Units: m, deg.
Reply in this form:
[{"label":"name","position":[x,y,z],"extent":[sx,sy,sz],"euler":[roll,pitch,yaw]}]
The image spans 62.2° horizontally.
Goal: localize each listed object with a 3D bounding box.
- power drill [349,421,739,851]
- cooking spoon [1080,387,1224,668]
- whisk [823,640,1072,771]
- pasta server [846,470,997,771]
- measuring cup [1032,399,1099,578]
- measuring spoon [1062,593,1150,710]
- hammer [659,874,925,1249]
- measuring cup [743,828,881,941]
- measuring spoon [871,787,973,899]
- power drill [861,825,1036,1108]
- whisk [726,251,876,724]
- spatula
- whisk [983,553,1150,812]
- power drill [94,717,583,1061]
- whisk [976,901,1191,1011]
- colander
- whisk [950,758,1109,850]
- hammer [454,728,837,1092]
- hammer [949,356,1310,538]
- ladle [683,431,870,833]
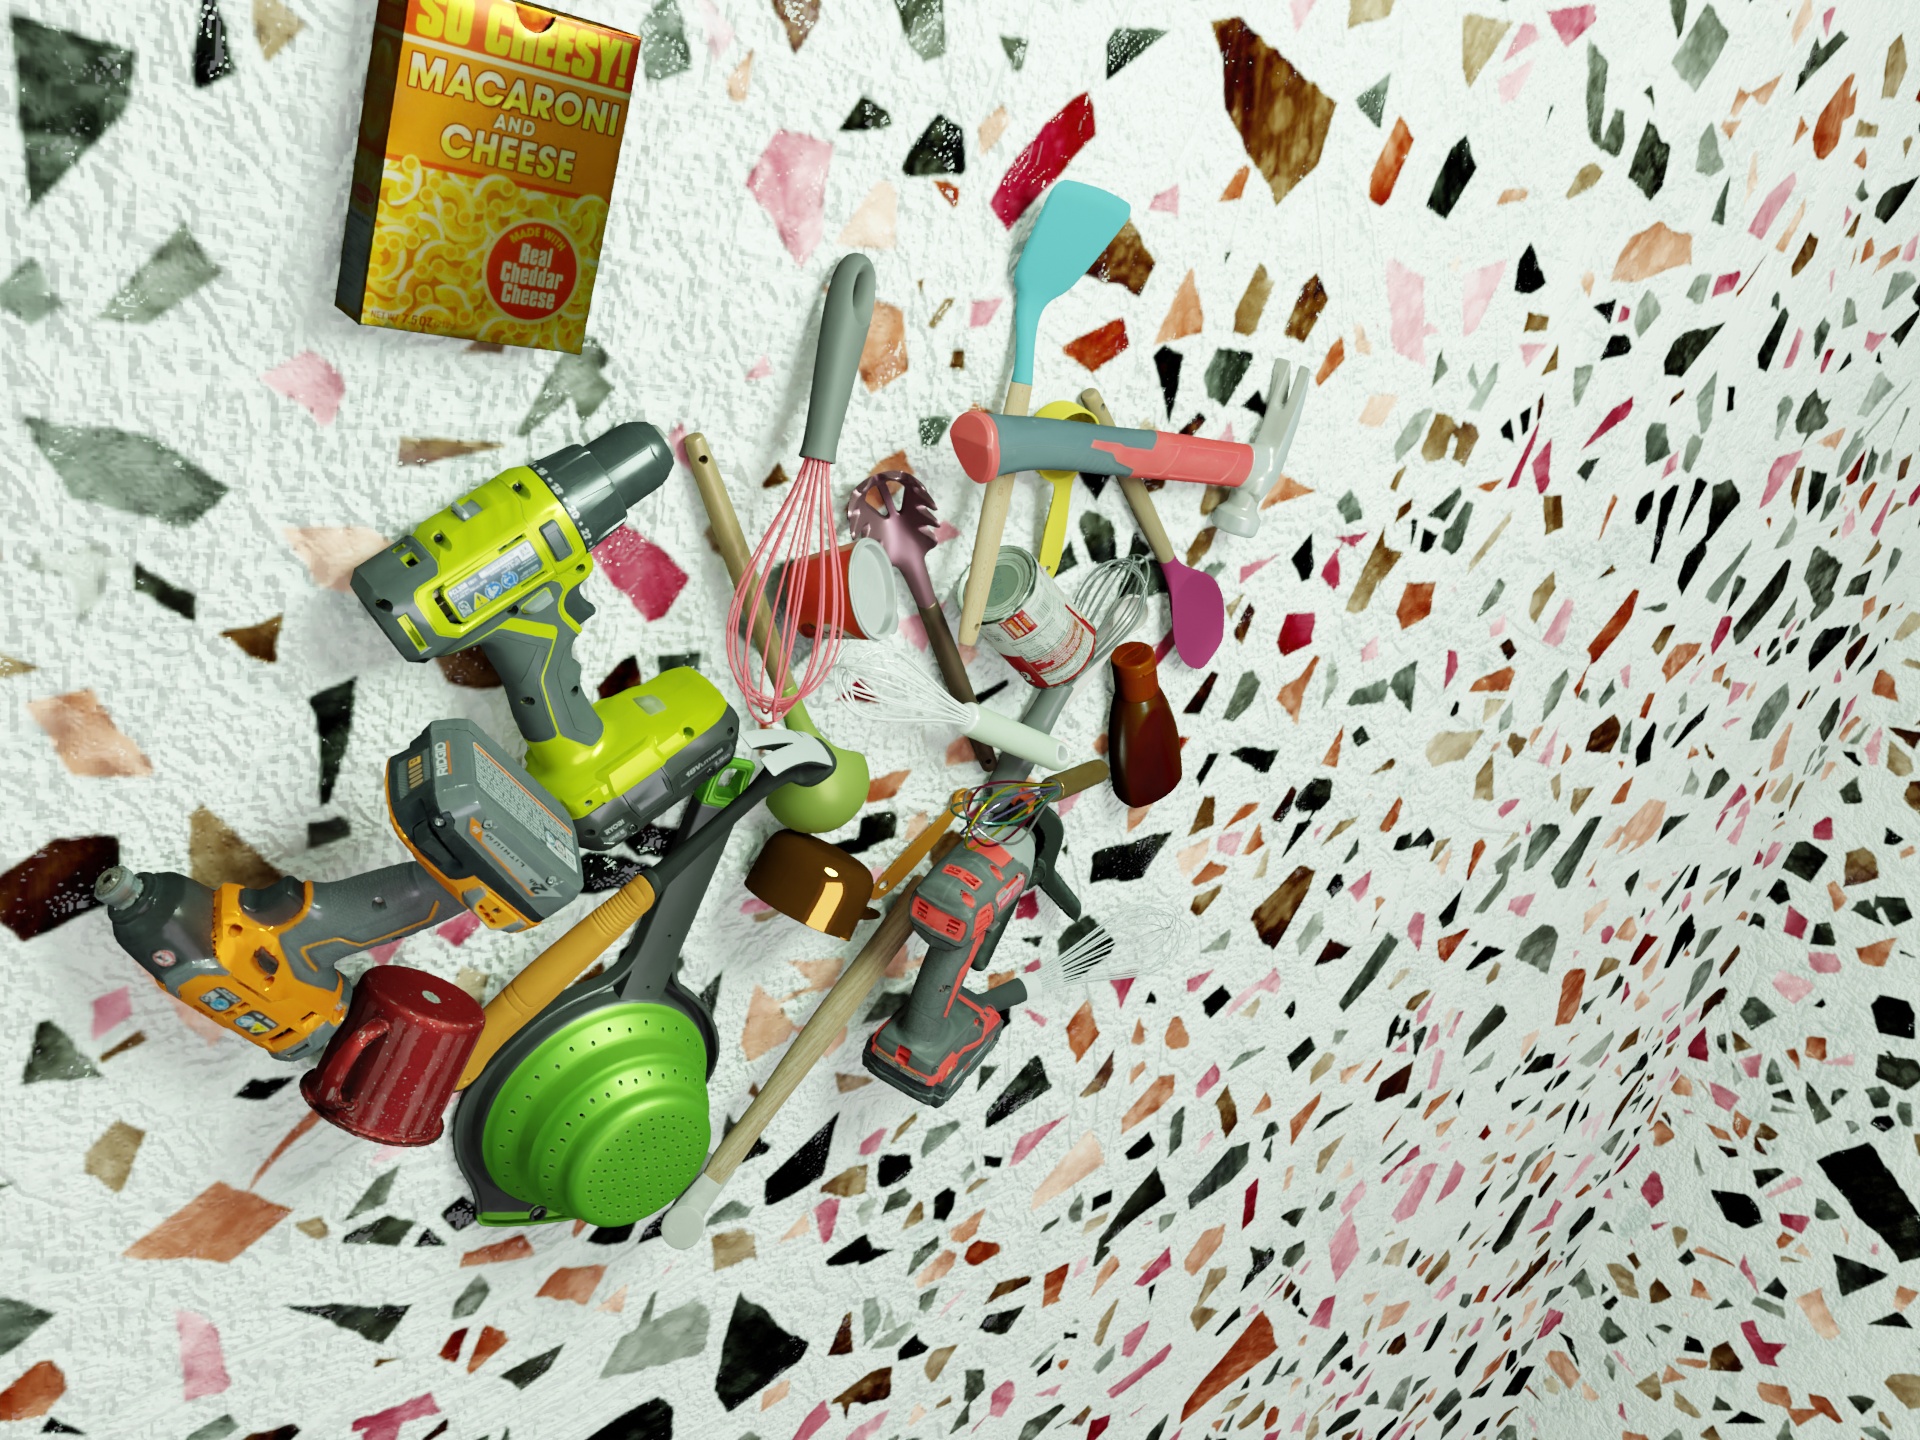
[{"label":"power drill","position":[-0.221,-0.051,0.945],"extent":[0.190,0.080,0.228],"euler":[-37,133,-17]},{"label":"cooking spoon","position":[0.155,-0.147,1.260],"extent":[0.069,0.017,0.318],"euler":[-53,139,-17]},{"label":"whisk","position":[-0.002,-0.004,1.172],"extent":[0.246,0.059,0.058],"euler":[23,68,-42]},{"label":"pasta server","position":[-0.016,-0.062,1.149],"extent":[0.060,0.040,0.315],"euler":[-19,135,2]},{"label":"measuring cup","position":[0.065,-0.166,1.170],"extent":[0.062,0.029,0.156],"euler":[-24,142,-29]},{"label":"measuring spoon","position":[0.106,-0.053,1.285],"extent":[0.034,0.018,0.124],"euler":[35,98,-36]},{"label":"hammer","position":[-0.122,0.259,1.236],"extent":[0.331,0.031,0.130],"euler":[-53,-179,-14]},{"label":"measuring cup","position":[-0.090,0.121,1.185],"extent":[0.052,0.095,0.173],"euler":[-63,156,3]},{"label":"measuring spoon","position":[-0.033,0.097,1.262],"extent":[0.117,0.011,0.021],"euler":[-47,137,-2]},{"label":"power drill","position":[0.000,0.185,1.257],"extent":[0.143,0.078,0.219],"euler":[-38,149,-52]},{"label":"whisk","position":[-0.093,-0.142,0.984],"extent":[0.073,0.073,0.296],"euler":[9,95,-45]},{"label":"spatula","position":[0.043,-0.202,1.085],"extent":[0.082,0.044,0.317],"euler":[-2,108,-49]},{"label":"whisk","position":[0.081,-0.027,1.254],"extent":[0.055,0.055,0.239],"euler":[15,110,-46]},{"label":"power drill","position":[-0.346,0.092,0.884],"extent":[0.226,0.084,0.164],"euler":[-29,136,6]},{"label":"whisk","position":[0.088,0.227,1.420],"extent":[0.284,0.070,0.070],"euler":[-18,127,-27]},{"label":"colander","position":[-0.213,0.217,1.113],"extent":[0.204,0.095,0.397],"euler":[11,109,-45]},{"label":"whisk","position":[0.060,0.060,1.248],"extent":[0.245,0.051,0.047],"euler":[-16,106,-61]},{"label":"hammer","position":[-0.223,0.125,1.025],"extent":[0.337,0.034,0.127],"euler":[-42,170,7]},{"label":"hammer","position":[0.132,-0.207,1.142],"extent":[0.386,0.038,0.143],"euler":[-6,119,-51]},{"label":"ladle","position":[-0.129,-0.050,1.061],"extent":[0.078,0.062,0.319],"euler":[-24,125,-11]}]
